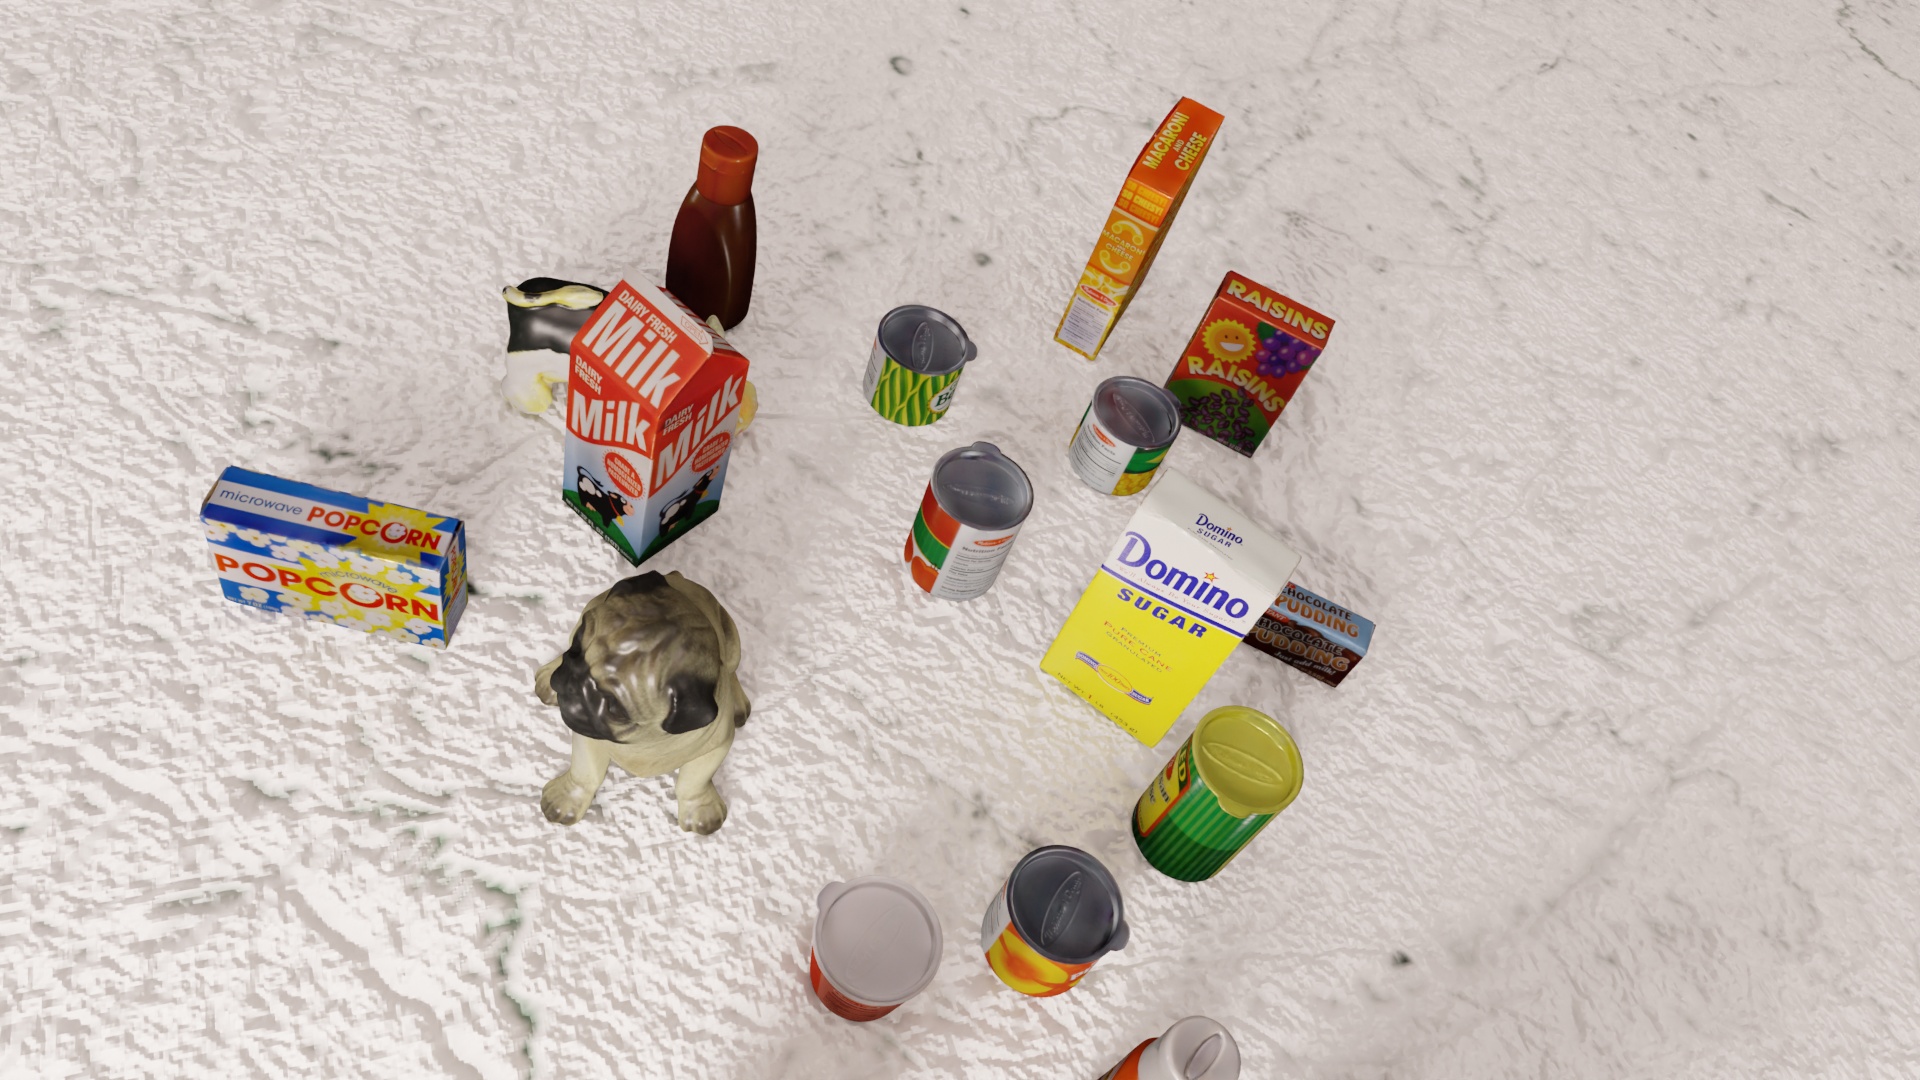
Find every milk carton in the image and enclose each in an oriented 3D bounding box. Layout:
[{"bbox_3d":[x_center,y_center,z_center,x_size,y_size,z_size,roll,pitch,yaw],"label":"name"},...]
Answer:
[{"bbox_3d":[-0.180,-0.075,0.814,0.072,0.189,0.074,40,53,13],"label":"milk carton"}]

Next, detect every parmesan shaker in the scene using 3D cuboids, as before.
[{"bbox_3d":[0.146,0.151,0.806,0.071,0.102,0.071,9,53,-12],"label":"parmesan shaker"}]

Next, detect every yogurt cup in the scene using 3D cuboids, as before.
[{"bbox_3d":[-0.048,0.217,0.727,0.072,0.053,0.073,9,52,-12],"label":"yogurt cup"}]

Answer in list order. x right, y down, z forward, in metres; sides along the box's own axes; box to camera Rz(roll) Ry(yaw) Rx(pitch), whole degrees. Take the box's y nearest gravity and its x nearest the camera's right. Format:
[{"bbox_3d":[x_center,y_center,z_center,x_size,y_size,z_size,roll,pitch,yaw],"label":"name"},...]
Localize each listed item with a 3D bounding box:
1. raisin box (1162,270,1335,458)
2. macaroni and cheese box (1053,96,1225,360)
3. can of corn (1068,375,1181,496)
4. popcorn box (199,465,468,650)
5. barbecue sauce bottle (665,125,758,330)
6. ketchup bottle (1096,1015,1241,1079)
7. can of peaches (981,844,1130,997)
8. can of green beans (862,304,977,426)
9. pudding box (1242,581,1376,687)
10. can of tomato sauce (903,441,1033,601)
[{"bbox_3d":[0.207,-0.128,1.022,0.086,0.122,0.040,28,51,3],"label":"raisin box"},{"bbox_3d":[0.133,-0.234,1.049,0.040,0.165,0.124,29,51,4],"label":"macaroni and cheese box"},{"bbox_3d":[0.119,-0.075,0.995,0.071,0.058,0.071,9,52,-12],"label":"can of corn"},{"bbox_3d":[-0.341,0.011,0.765,0.127,0.084,0.038,14,52,-8],"label":"popcorn box"},{"bbox_3d":[-0.166,-0.213,0.948,0.065,0.147,0.044,39,53,12],"label":"barbecue sauce bottle"},{"bbox_3d":[0.090,0.270,0.670,0.043,0.148,0.065,41,53,14],"label":"ketchup bottle"},{"bbox_3d":[0.051,0.211,0.760,0.071,0.057,0.071,9,52,-12],"label":"can of peaches"},{"bbox_3d":[-0.032,-0.123,0.982,0.071,0.057,0.071,9,52,-12],"label":"can of green beans"},{"bbox_3d":[0.230,0.059,0.936,0.084,0.049,0.030,27,51,3],"label":"pudding box"},{"bbox_3d":[0.003,-0.011,0.894,0.071,0.082,0.071,9,53,-12],"label":"can of tomato sauce"}]
